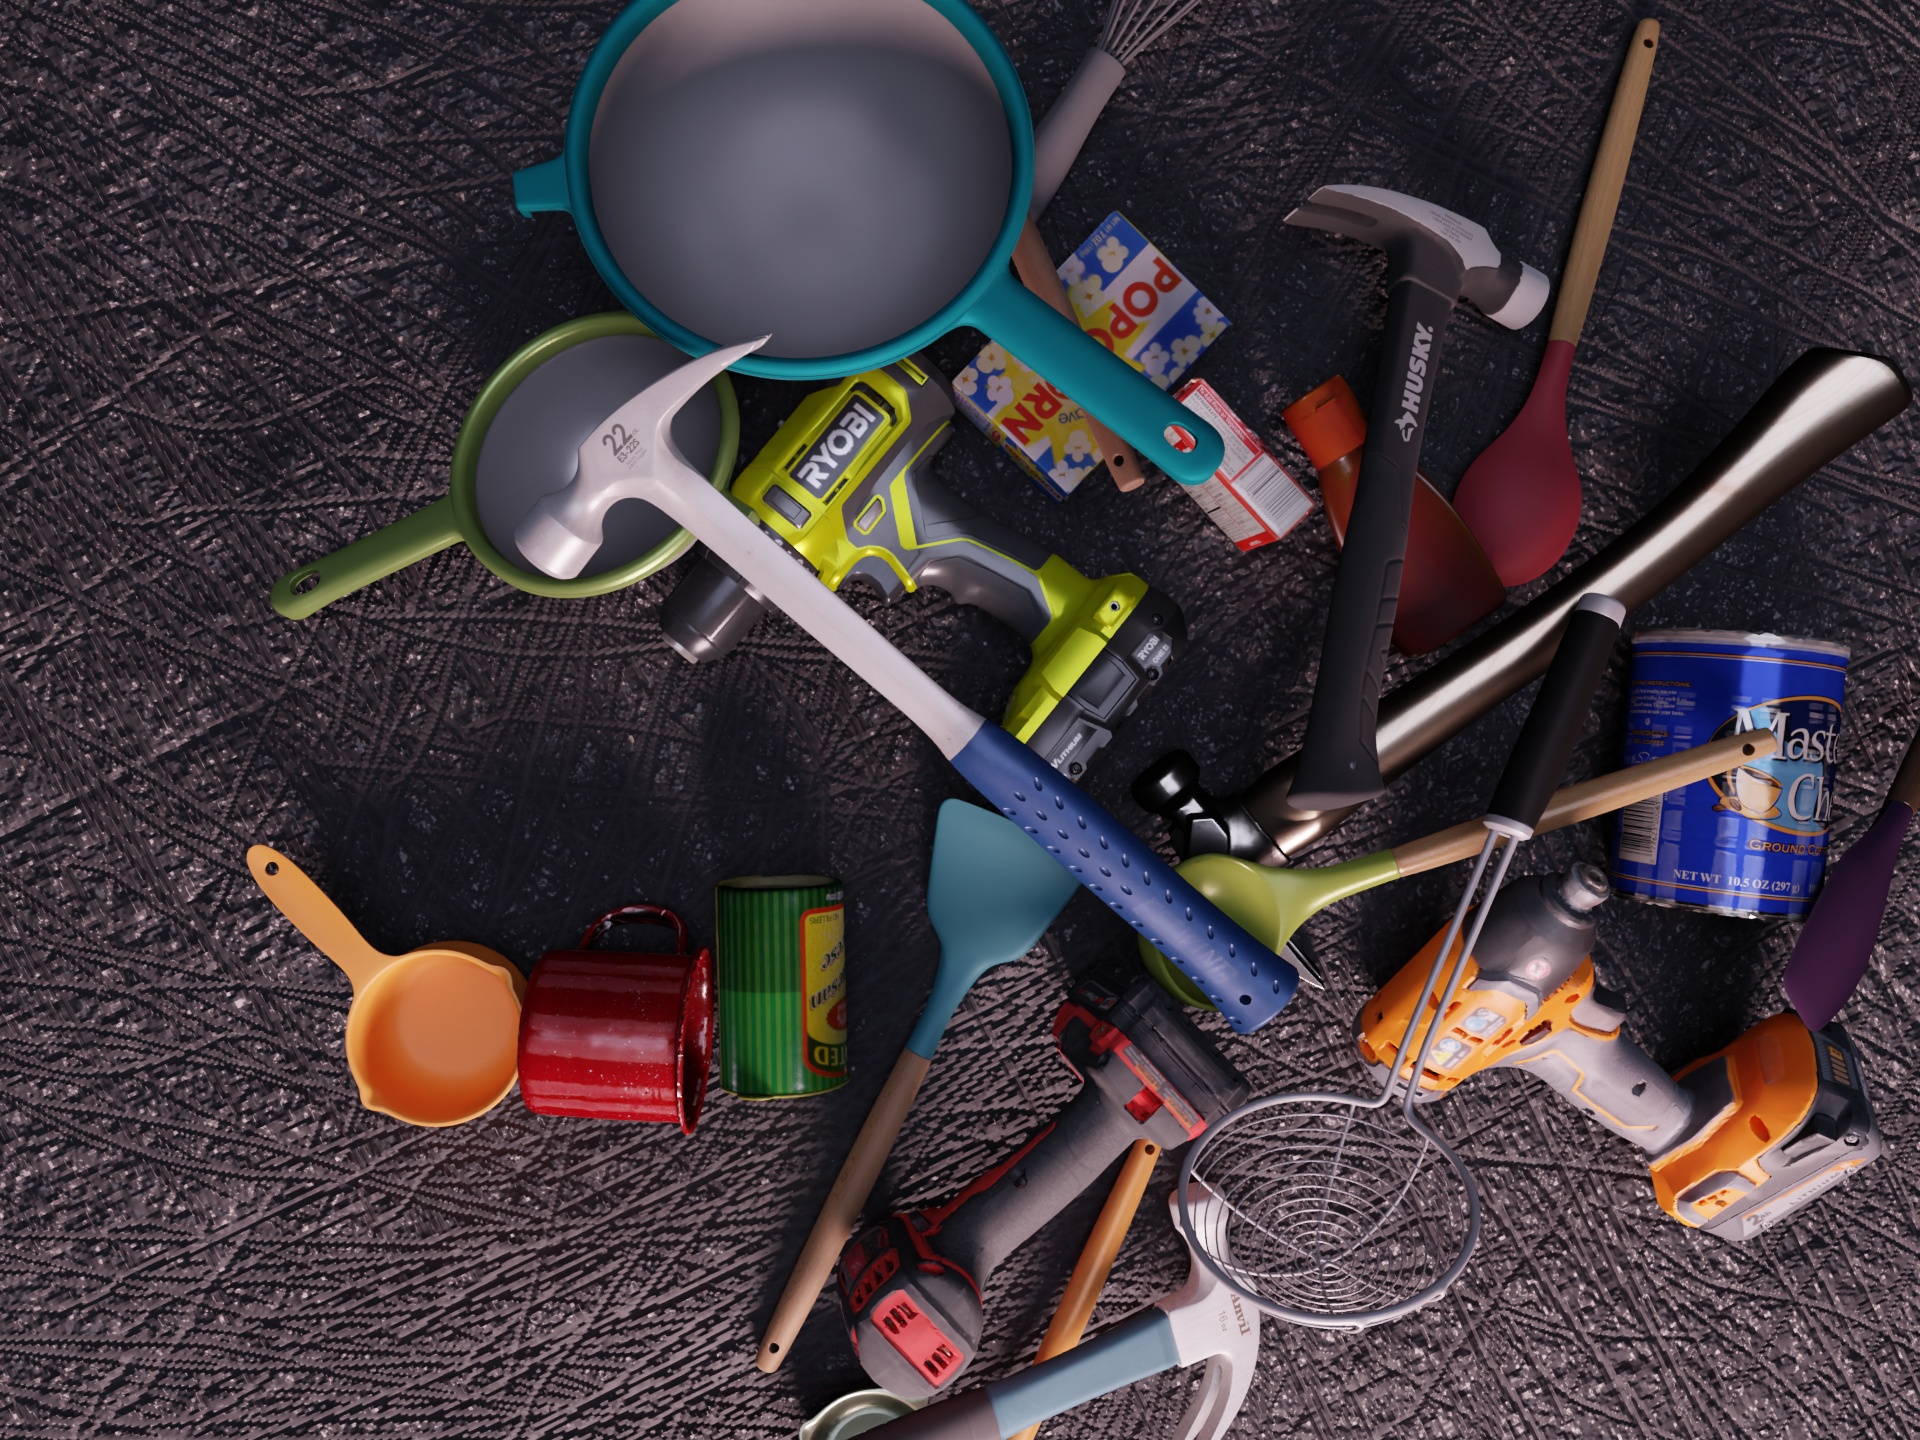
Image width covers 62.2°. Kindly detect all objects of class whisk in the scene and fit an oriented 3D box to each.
[{"bbox_3d":[0.075,-0.339,0.825,0.055,0.055,0.239,33,94,-4],"label":"whisk"}]

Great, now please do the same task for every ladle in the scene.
[{"bbox_3d":[0.330,-0.226,0.854,0.069,0.031,0.315,16,88,-4],"label":"ladle"},{"bbox_3d":[0.240,0.064,0.776,0.320,0.062,0.078,-20,95,9],"label":"ladle"}]

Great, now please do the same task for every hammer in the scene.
[{"bbox_3d":[0.202,-0.112,0.776,0.146,0.035,0.335,22,69,-18],"label":"hammer"},{"bbox_3d":[0.002,0.348,0.789,0.331,0.033,0.128,-17,93,-18],"label":"hammer"},{"bbox_3d":[-0.001,-0.002,0.719,0.405,0.035,0.144,41,108,-9],"label":"hammer"},{"bbox_3d":[0.290,-0.032,0.799,0.410,0.038,0.146,-38,95,13],"label":"hammer"}]

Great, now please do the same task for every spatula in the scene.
[{"bbox_3d":[-0.036,0.196,0.824,0.082,0.044,0.317,26,90,6],"label":"spatula"},{"bbox_3d":[0.497,0.029,0.825,0.059,0.018,0.316,48,67,-24],"label":"spatula"},{"bbox_3d":[0.036,0.360,0.844,0.081,0.041,0.322,26,85,-3],"label":"spatula"}]

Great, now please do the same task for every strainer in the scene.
[{"bbox_3d":[-0.022,-0.210,0.751,0.340,0.095,0.211,37,83,2],"label":"strainer"},{"bbox_3d":[-0.217,-0.100,0.795,0.256,0.069,0.152,-23,68,8],"label":"strainer"}]

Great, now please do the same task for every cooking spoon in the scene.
[{"bbox_3d":[-0.075,-0.333,0.803,0.069,0.017,0.319,18,99,3],"label":"cooking spoon"}]

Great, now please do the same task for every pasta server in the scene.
[{"bbox_3d":[0.021,-0.258,0.795,0.060,0.040,0.316,-27,80,23],"label":"pasta server"}]

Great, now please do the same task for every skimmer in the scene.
[{"bbox_3d":[0.216,0.093,0.712,0.127,0.090,0.363,20,79,37],"label":"skimmer"}]

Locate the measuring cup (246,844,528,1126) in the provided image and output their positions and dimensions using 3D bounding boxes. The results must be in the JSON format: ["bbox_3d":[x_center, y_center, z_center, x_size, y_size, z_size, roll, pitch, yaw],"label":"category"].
[{"bbox_3d":[-0.287,0.125,0.801,0.095,0.052,0.173,-44,92,-2],"label":"measuring cup"}]

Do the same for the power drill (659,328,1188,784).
[{"bbox_3d":[-0.020,-0.058,0.806,0.228,0.080,0.190,39,87,-1],"label":"power drill"}]

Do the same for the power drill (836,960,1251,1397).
[{"bbox_3d":[0.029,0.224,0.788,0.219,0.143,0.078,-43,93,-9],"label":"power drill"}]

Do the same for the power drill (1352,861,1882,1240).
[{"bbox_3d":[0.337,0.161,0.800,0.226,0.084,0.164,26,130,-5],"label":"power drill"}]

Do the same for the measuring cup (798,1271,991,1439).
[{"bbox_3d":[-0.024,0.348,0.836,0.083,0.038,0.168,27,71,8],"label":"measuring cup"}]
